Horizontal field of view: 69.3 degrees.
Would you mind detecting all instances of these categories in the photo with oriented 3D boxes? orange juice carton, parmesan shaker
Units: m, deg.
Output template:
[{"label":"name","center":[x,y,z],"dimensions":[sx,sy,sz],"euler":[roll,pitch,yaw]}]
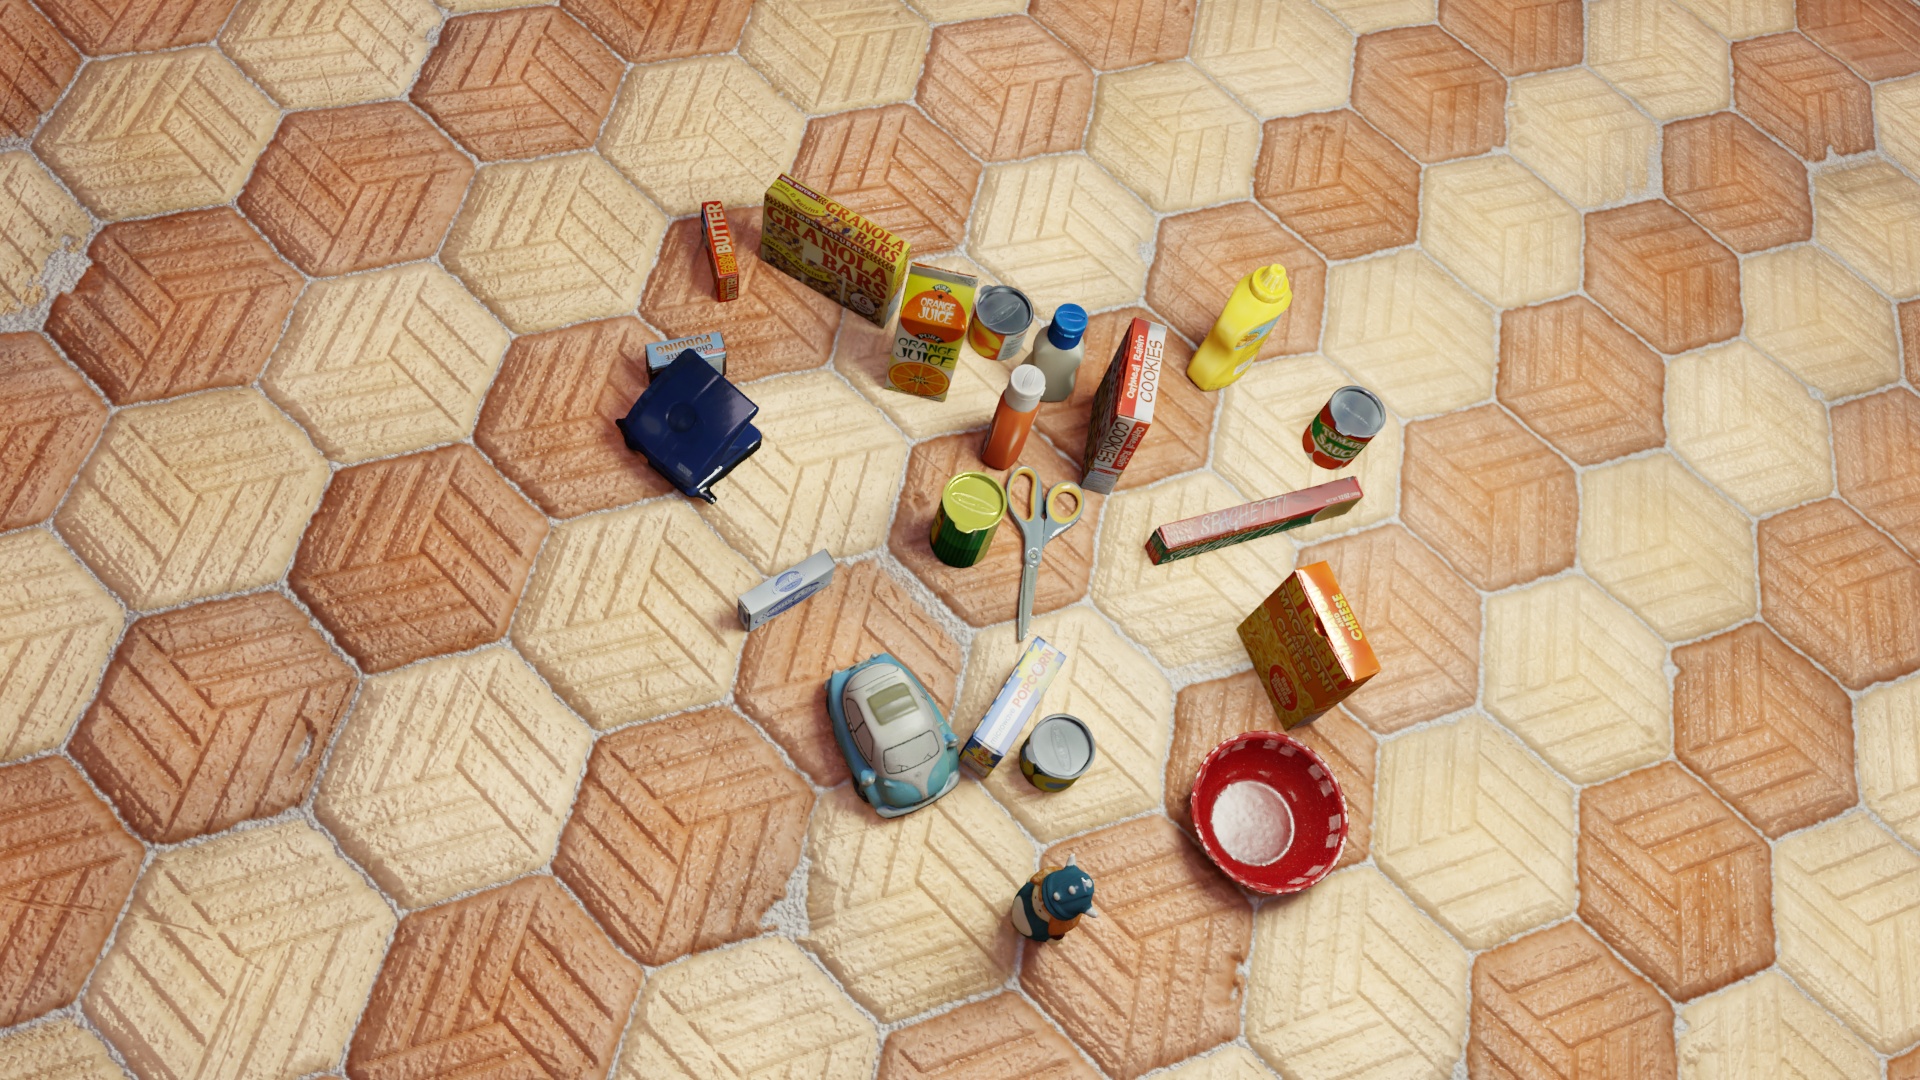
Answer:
[{"label":"orange juice carton","center":[-0.031,-0.231,1.478],"dimensions":[0.072,0.191,0.073],"euler":[12,64,-4]},{"label":"parmesan shaker","center":[0.005,-0.018,1.436],"dimensions":[0.071,0.102,0.071],"euler":[4,65,-8]}]

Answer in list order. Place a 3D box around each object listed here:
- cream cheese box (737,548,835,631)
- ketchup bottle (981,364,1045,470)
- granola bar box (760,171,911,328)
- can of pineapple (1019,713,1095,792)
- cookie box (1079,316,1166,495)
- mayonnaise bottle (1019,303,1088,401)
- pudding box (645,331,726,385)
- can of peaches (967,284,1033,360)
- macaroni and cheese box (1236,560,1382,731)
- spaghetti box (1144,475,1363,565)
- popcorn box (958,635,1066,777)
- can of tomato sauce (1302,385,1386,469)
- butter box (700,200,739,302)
[{"label":"cream cheese box","center":[-0.175,0.050,1.399],"dimensions":[0.104,0.053,0.024],"euler":[-30,74,-21]},{"label":"ketchup bottle","center":[0.058,-0.133,1.474],"dimensions":[0.043,0.148,0.065],"euler":[24,64,1]},{"label":"granola bar box","center":[-0.140,-0.320,1.538],"dimensions":[0.165,0.123,0.039],"euler":[30,64,4]},{"label":"can of pineapple","center":[0.093,0.210,1.371],"dimensions":[0.071,0.057,0.071],"euler":[4,65,-8]},{"label":"cookie box","center":[0.171,-0.142,1.488],"dimensions":[0.040,0.166,0.123],"euler":[14,64,-4]},{"label":"mayonnaise bottle","center":[0.105,-0.204,1.516],"dimensions":[0.065,0.147,0.041],"euler":[8,65,-7]},{"label":"pudding box","center":[-0.295,-0.193,1.492],"dimensions":[0.084,0.049,0.030],"euler":[-13,69,-16]},{"label":"can of peaches","center":[0.044,-0.248,1.575],"dimensions":[0.071,0.057,0.071],"euler":[4,65,-8]},{"label":"macaroni and cheese box","center":[0.348,0.110,1.404],"dimensions":[0.040,0.165,0.124],"euler":[-16,70,-17]},{"label":"spaghetti box","center":[0.323,-0.022,1.526],"dimensions":[0.251,0.050,0.029],"euler":[-14,69,-16]},{"label":"popcorn box","center":[0.050,0.165,1.369],"dimensions":[0.038,0.085,0.127],"euler":[33,64,5]},{"label":"can of tomato sauce","center":[0.433,-0.125,1.575],"dimensions":[0.071,0.082,0.071],"euler":[4,65,-8]},{"label":"butter box","center":[-0.270,-0.324,1.556],"dimensions":[0.024,0.053,0.104],"euler":[-10,68,-15]}]
